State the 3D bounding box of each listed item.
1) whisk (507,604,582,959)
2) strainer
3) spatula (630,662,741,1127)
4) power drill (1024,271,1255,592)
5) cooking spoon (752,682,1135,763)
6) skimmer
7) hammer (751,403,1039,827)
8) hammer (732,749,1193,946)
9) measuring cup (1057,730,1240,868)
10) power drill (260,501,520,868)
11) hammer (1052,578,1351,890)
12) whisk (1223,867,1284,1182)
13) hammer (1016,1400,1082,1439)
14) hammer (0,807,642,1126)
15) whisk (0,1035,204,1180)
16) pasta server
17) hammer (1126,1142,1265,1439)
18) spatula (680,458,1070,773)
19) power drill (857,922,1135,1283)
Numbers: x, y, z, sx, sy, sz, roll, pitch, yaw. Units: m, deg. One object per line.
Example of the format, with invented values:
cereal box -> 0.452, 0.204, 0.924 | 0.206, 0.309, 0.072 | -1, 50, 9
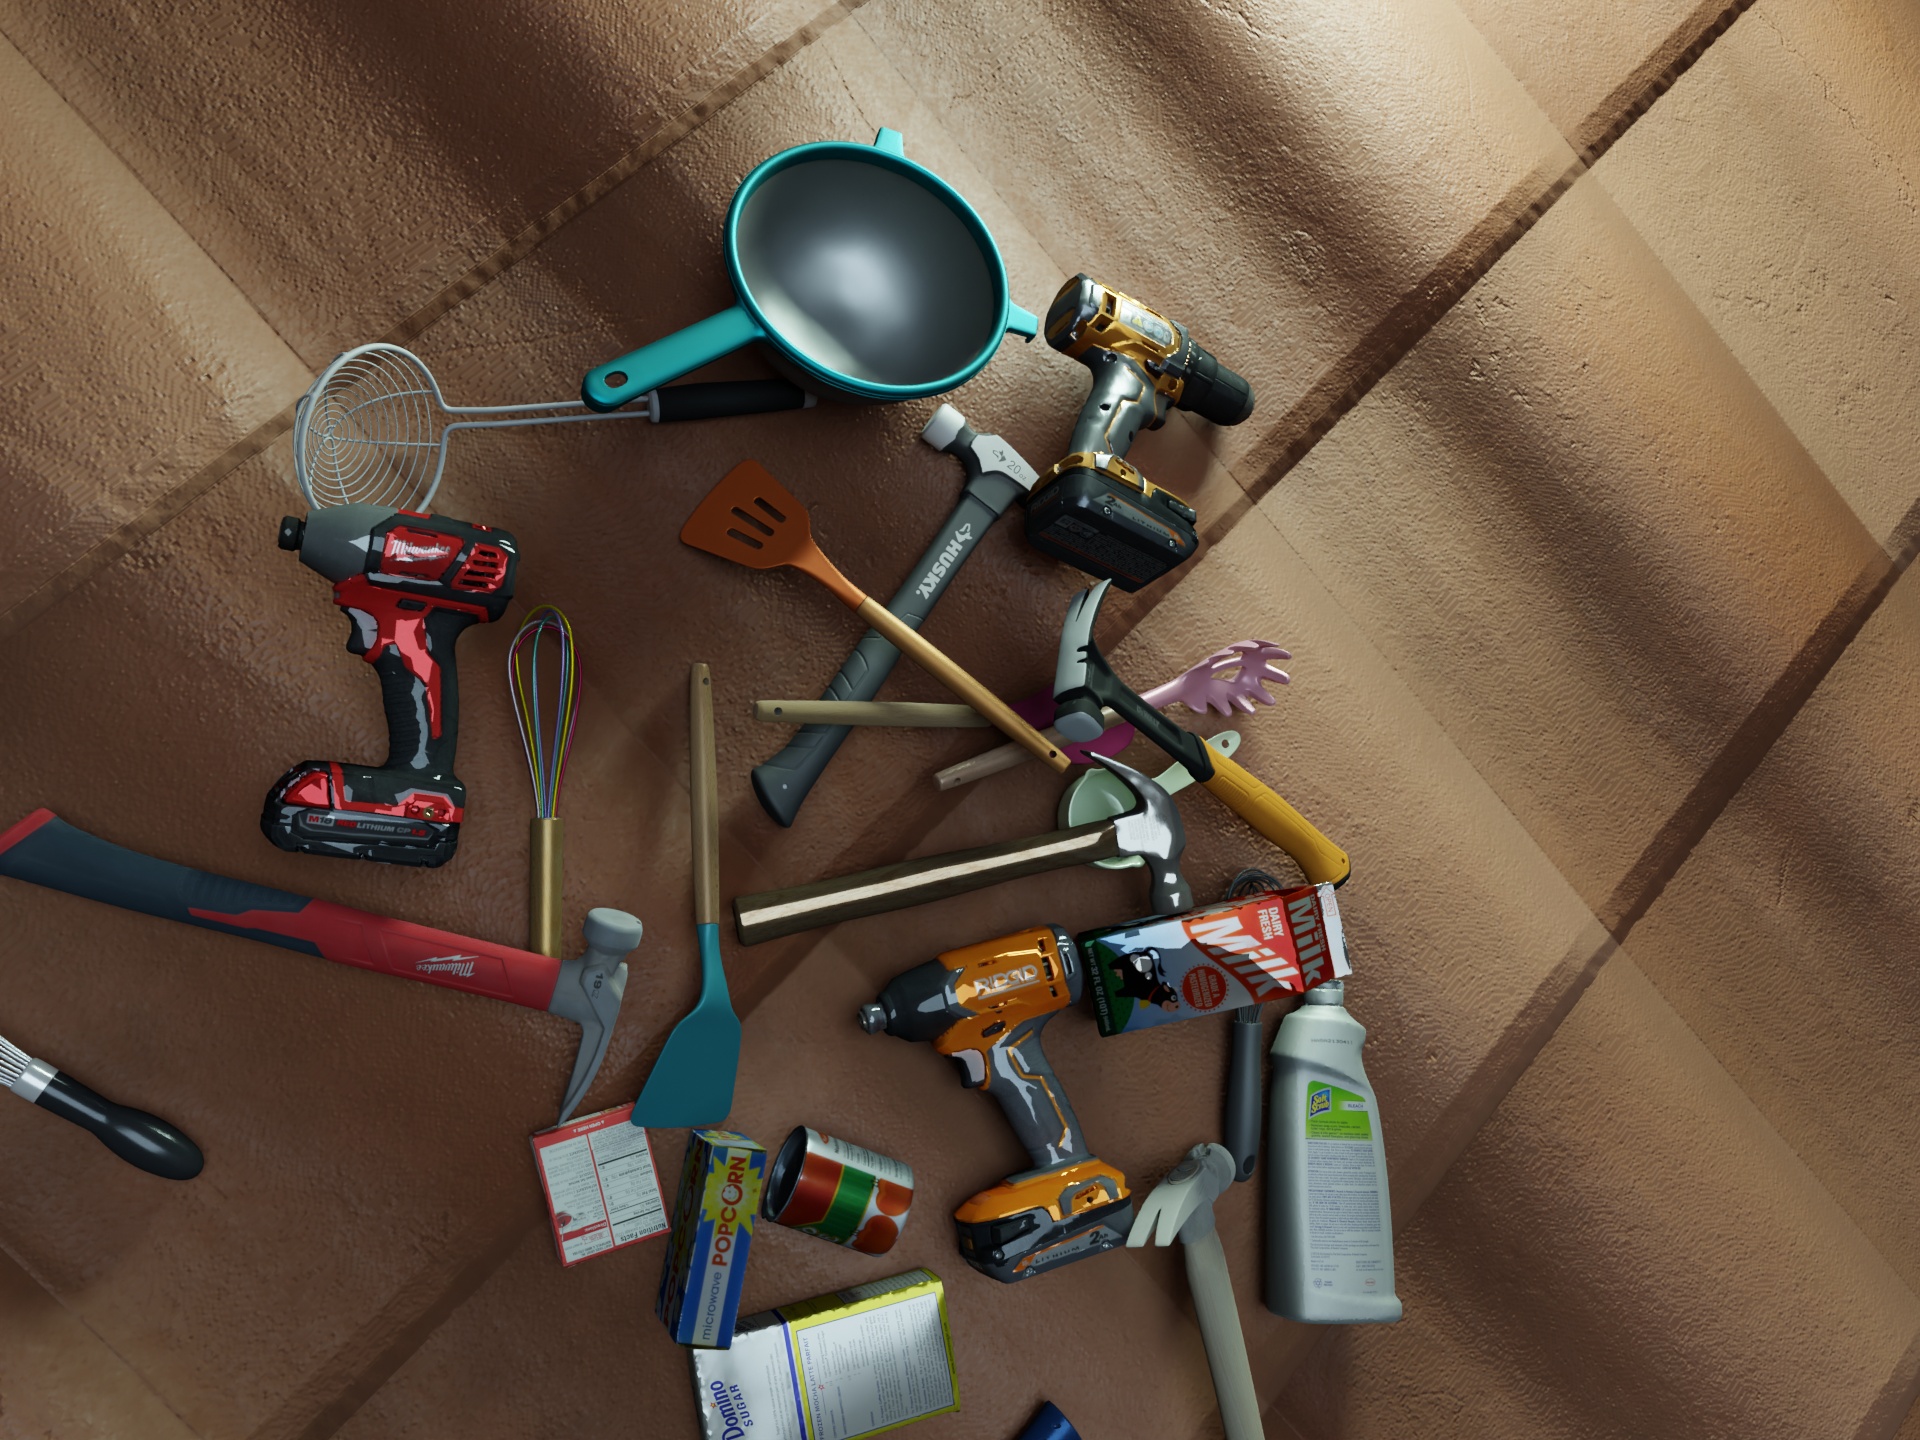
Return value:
whisk -> -0.280, 0.044, 1.072 | 0.047, 0.051, 0.245 | 0, 87, 1
strainer -> -0.124, -0.273, 1.120 | 0.340, 0.095, 0.211 | -33, 84, -28
spatula -> -0.183, 0.116, 1.095 | 0.082, 0.044, 0.318 | 11, 71, -45
power drill -> 0.142, -0.213, 1.216 | 0.185, 0.084, 0.226 | 22, 60, -24
cooking spoon -> -0.002, -0.004, 1.158 | 0.318, 0.017, 0.069 | 1, 96, -31
skimmer -> -0.261, -0.200, 1.079 | 0.363, 0.090, 0.127 | -10, 119, -23
hammer -> -0.044, -0.064, 1.169 | 0.146, 0.035, 0.335 | 37, 73, -11
hammer -> 0.002, 0.106, 1.138 | 0.331, 0.031, 0.130 | -11, 93, -12
measuring cup -> 0.145, 0.053, 1.221 | 0.167, 0.038, 0.083 | -31, 94, -22
power drill -> -0.367, -0.026, 1.000 | 0.143, 0.078, 0.220 | 11, 89, -26
hammer -> 0.189, 0.032, 1.184 | 0.336, 0.034, 0.127 | 37, 47, -33
whisk -> 0.222, 0.233, 1.223 | 0.055, 0.055, 0.239 | 5, 86, -19
hammer -> -0.072, 0.623, 1.070 | 0.405, 0.035, 0.144 | -37, 96, -20
hammer -> -0.408, 0.146, 1.003 | 0.386, 0.038, 0.143 | 17, 95, -13
whisk -> -0.575, 0.194, 0.936 | 0.284, 0.070, 0.070 | 37, 73, -17
pasta server -> 0.119, -0.001, 1.199 | 0.316, 0.040, 0.060 | -20, 124, -27
hammer -> 0.203, 0.528, 1.148 | 0.146, 0.038, 0.410 | -18, 94, -62
spatula -> -0.052, -0.066, 1.131 | 0.322, 0.041, 0.081 | 39, 76, -2
power drill -> 0.025, 0.272, 1.128 | 0.164, 0.084, 0.226 | -12, 83, -20
